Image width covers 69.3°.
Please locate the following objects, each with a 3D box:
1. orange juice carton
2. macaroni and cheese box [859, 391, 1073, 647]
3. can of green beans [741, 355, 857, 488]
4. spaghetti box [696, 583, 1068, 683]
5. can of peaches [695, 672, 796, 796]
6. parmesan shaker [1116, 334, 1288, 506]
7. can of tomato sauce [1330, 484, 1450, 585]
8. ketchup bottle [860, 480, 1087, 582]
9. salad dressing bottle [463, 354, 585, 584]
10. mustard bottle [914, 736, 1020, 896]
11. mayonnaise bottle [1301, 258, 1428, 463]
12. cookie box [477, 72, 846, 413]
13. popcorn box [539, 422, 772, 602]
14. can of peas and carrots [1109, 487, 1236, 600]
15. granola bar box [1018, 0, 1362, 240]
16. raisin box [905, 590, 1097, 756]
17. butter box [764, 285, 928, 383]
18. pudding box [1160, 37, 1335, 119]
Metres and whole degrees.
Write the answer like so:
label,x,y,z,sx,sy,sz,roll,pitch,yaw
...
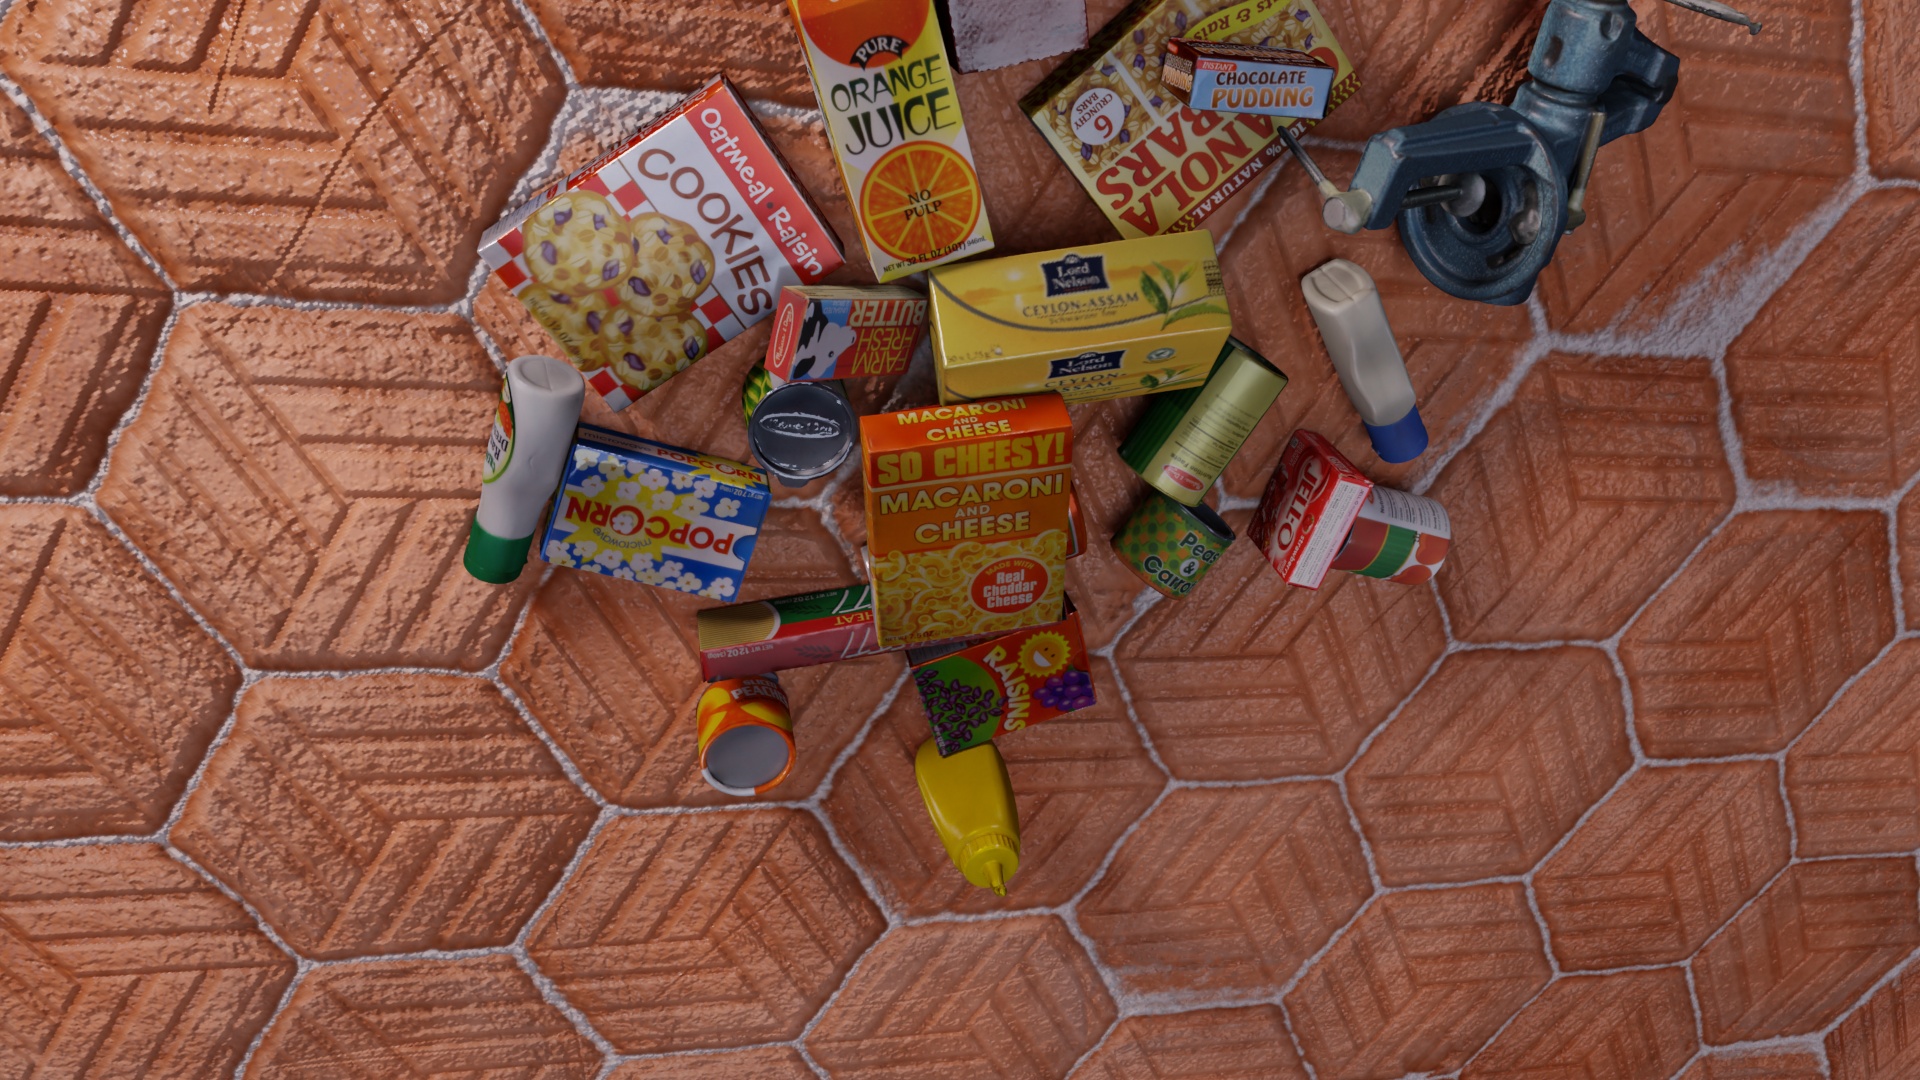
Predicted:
label,x,y,z,sx,sy,sz,roll,pitch,yaw
orange juice carton,-0.043,-0.250,0.767,0.072,0.073,0.191,-18,121,-3
macaroni and cheese box,0.003,-0.011,0.864,0.124,0.040,0.165,-8,134,-8
can of green beans,-0.100,-0.079,0.857,0.071,0.058,0.071,-6,120,-10
spaghetti box,-0.053,0.052,0.947,0.250,0.050,0.028,-9,122,-9
can of peaches,-0.148,0.133,0.963,0.071,0.058,0.071,-6,120,-10
parmesan shaker,0.161,-0.081,0.915,0.071,0.071,0.102,26,109,-25
can of tomato sauce,0.293,-0.005,0.990,0.083,0.071,0.071,12,115,-20
ketchup bottle,0.008,0.000,0.936,0.149,0.044,0.064,-17,127,-3
salad dressing bottle,-0.267,-0.040,0.840,0.044,0.064,0.147,6,125,-31
mustard bottle,0.010,0.196,0.977,0.065,0.161,0.048,-23,123,2
mayonnaise bottle,0.274,-0.115,0.928,0.041,0.065,0.147,-30,125,7
cookie box,-0.169,-0.170,0.801,0.167,0.040,0.122,-32,121,6
popcorn box,-0.193,-0.017,0.881,0.127,0.038,0.085,14,113,-20
can of peas and carrots,0.146,0.001,0.954,0.071,0.071,0.058,30,109,-26
granola bar box,0.136,-0.264,0.823,0.165,0.039,0.124,-40,120,9
raisin box,0.029,0.094,0.996,0.123,0.040,0.085,-18,120,-4
butter box,-0.067,-0.125,0.830,0.104,0.024,0.053,-12,127,-48
pudding box,0.160,-0.259,0.778,0.084,0.050,0.030,1,120,-14
